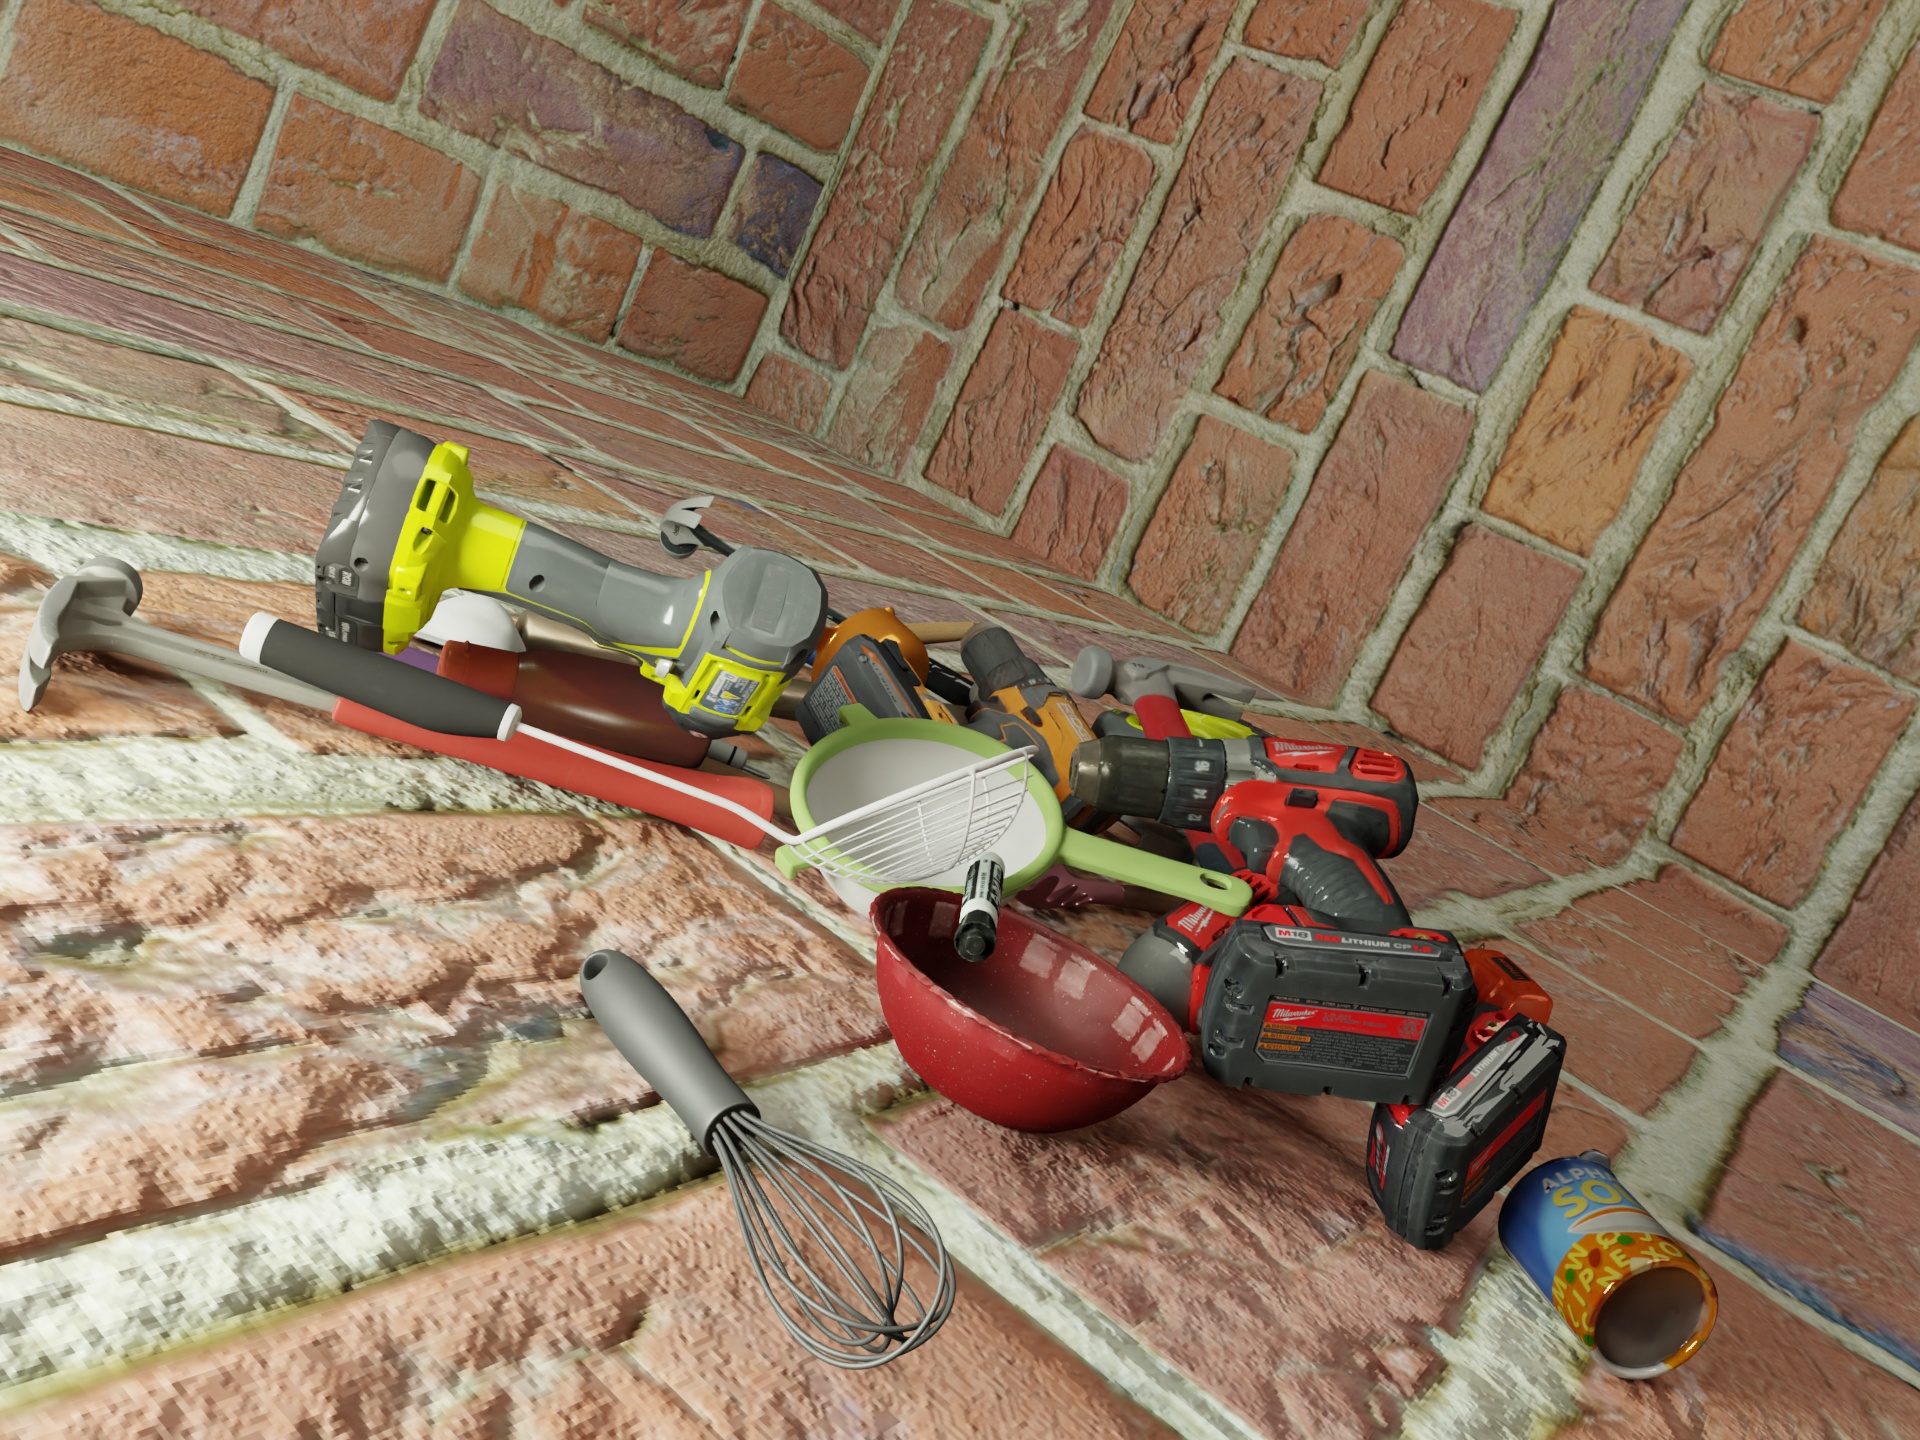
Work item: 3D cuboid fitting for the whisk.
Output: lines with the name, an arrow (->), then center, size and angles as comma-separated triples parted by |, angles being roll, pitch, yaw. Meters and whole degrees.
whisk -> -0.079, 0.139, 0.553 | 0.055, 0.055, 0.239 | 15, 12, -41

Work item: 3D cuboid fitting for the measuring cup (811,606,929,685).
measuring cup -> -0.086, -0.047, 1.204 | 0.052, 0.095, 0.173 | 41, 7, 30

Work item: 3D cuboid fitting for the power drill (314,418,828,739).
power drill -> -0.193, -0.054, 0.786 | 0.223, 0.080, 0.171 | 18, -24, -15

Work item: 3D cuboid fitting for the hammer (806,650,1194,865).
hammer -> 0.012, 0.014, 1.302 | 0.406, 0.035, 0.144 | 29, 12, 17

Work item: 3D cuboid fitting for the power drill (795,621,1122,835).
power drill -> -0.002, -0.003, 1.095 | 0.226, 0.084, 0.186 | 5, 44, -45

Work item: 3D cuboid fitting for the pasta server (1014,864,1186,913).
pasta server -> 0.127, 0.116, 1.089 | 0.316, 0.040, 0.060 | 14, 28, -47

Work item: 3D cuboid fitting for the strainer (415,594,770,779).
strainer -> -0.231, -0.021, 0.962 | 0.258, 0.050, 0.087 | 26, -3, -11

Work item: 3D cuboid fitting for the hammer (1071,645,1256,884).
hammer -> 0.181, 0.083, 1.041 | 0.143, 0.038, 0.387 | 12, 34, -20

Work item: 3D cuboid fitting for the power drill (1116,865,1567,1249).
power drill -> 0.183, 0.165, 0.828 | 0.143, 0.078, 0.220 | -28, 41, -34

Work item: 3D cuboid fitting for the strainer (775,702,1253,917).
strainer -> 0.028, 0.082, 0.875 | 0.256, 0.069, 0.152 | 16, 35, 1

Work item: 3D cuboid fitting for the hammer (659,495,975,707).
hammer -> -0.078, -0.074, 1.377 | 0.409, 0.036, 0.149 | 31, -11, -7

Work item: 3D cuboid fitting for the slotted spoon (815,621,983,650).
slotted spoon -> -0.095, -0.064, 1.275 | 0.313, 0.031, 0.070 | -7, 48, -42

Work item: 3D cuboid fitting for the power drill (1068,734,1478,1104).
power drill -> 0.150, 0.079, 0.802 | 0.188, 0.080, 0.227 | 7, 32, -2

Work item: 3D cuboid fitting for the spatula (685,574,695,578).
spatula -> -0.199, -0.084, 0.979 | 0.081, 0.041, 0.322 | 35, 1, 13

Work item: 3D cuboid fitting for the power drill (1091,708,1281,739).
power drill -> 0.209, 0.048, 1.263 | 0.190, 0.080, 0.228 | 24, 10, 16

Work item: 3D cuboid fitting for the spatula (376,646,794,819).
spatula -> -0.198, 0.013, 0.924 | 0.315, 0.018, 0.060 | 21, 15, -13

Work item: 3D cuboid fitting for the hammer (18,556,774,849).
hammer -> -0.259, 0.006, 0.788 | 0.358, 0.036, 0.149 | 19, 13, -25

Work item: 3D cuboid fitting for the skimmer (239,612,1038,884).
skimmer -> -0.144, -0.005, 0.752 | 0.363, 0.090, 0.127 | 20, -12, -9

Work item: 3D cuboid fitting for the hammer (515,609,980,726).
hammer -> -0.109, -0.008, 1.106 | 0.410, 0.038, 0.146 | 12, 39, -32
